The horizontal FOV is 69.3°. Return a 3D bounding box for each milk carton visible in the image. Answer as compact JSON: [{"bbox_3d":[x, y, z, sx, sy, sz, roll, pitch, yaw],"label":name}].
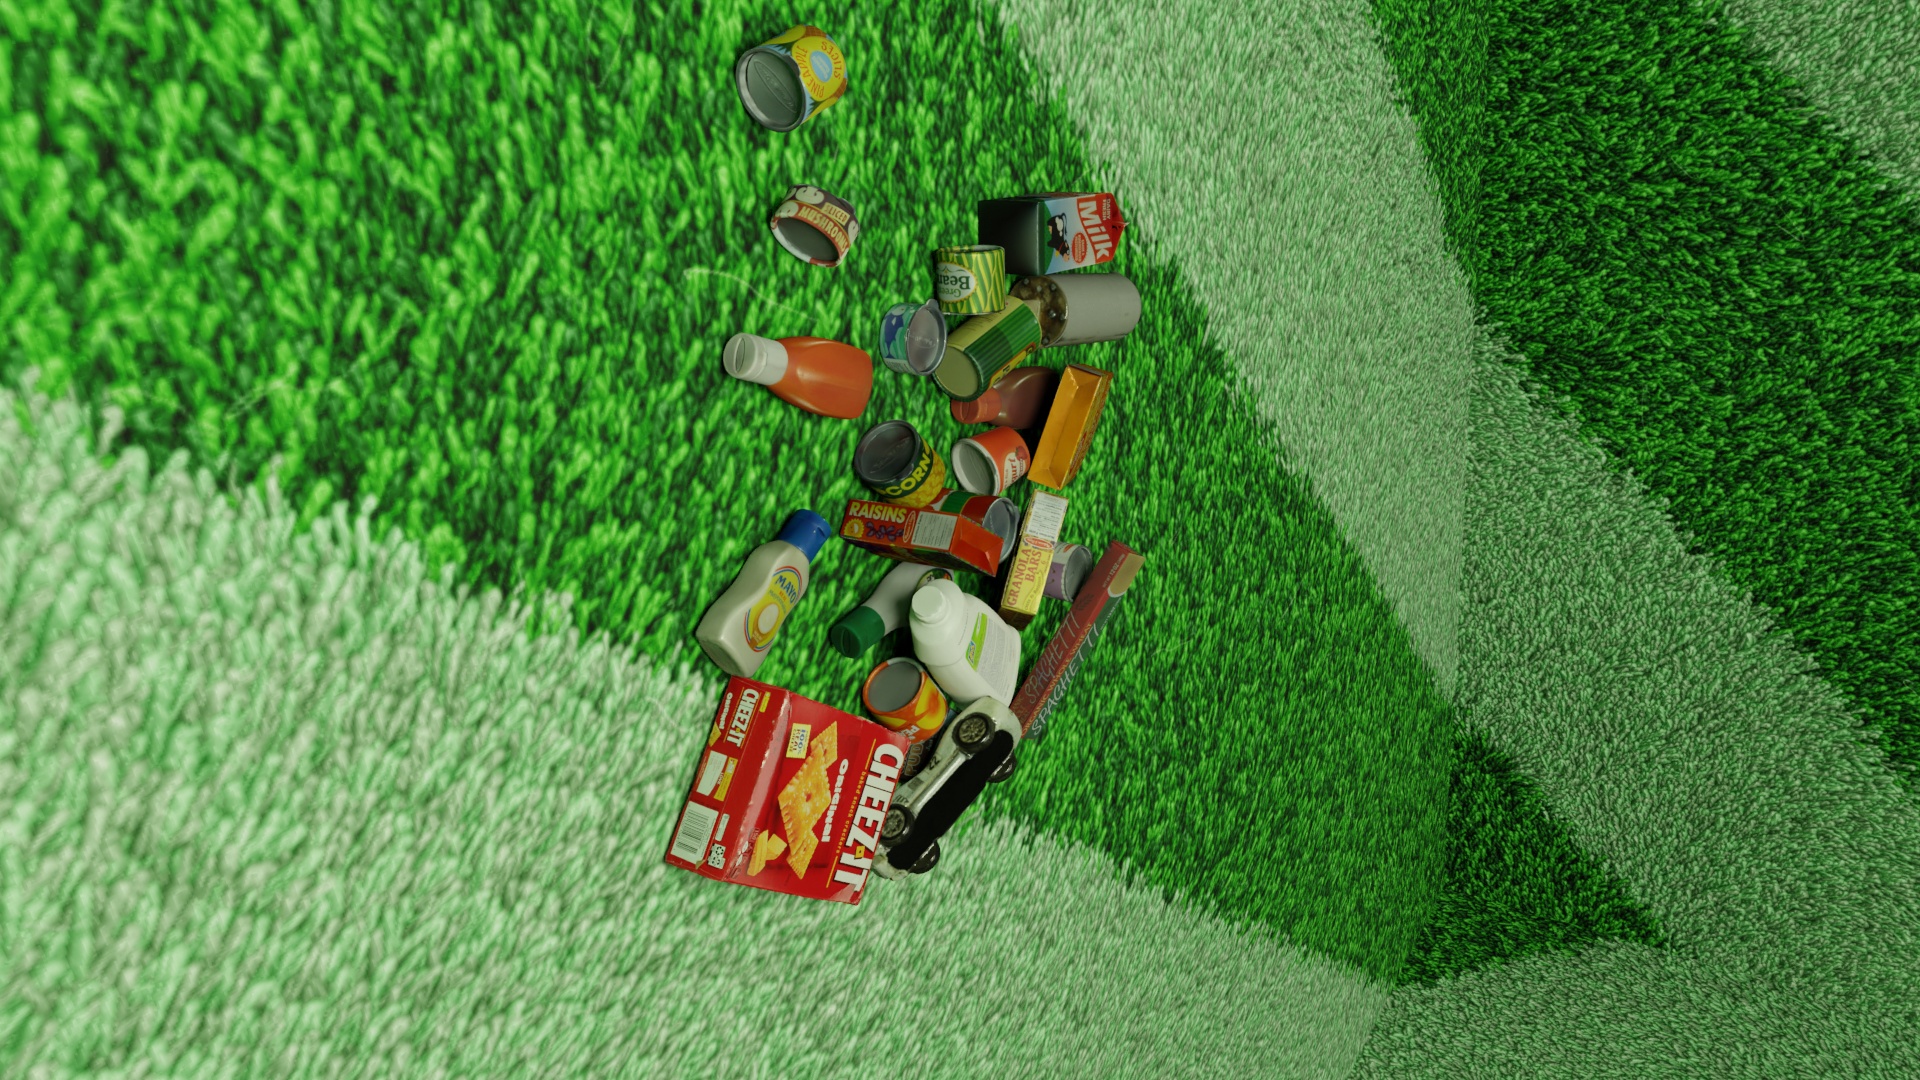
[{"bbox_3d":[0.100,-0.319,1.428,0.191,0.072,0.073,-25,119,-52],"label":"milk carton"}]

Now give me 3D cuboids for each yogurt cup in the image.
[{"bbox_3d":[0.032,-0.080,1.386,0.054,0.072,0.072,-30,125,-32],"label":"yogurt cup"}]

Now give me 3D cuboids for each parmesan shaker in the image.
[{"bbox_3d":[0.022,-0.186,1.353,0.103,0.071,0.071,-44,133,-38],"label":"parmesan shaker"}]

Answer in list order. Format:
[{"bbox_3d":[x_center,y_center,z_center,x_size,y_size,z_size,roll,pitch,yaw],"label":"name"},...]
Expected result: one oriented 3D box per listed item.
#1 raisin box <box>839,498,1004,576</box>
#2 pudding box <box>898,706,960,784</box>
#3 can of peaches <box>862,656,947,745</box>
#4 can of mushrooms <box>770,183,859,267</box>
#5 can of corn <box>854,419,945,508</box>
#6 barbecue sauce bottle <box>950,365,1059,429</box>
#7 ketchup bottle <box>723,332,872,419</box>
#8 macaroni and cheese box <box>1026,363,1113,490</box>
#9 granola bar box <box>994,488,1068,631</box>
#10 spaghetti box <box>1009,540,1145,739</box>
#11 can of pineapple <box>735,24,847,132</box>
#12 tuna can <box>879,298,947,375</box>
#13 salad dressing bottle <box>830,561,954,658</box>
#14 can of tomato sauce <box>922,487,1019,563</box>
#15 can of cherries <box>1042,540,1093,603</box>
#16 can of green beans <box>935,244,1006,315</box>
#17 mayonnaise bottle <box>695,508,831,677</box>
[{"bbox_3d":[-0.035,-0.002,1.262,0.086,0.123,0.040,27,75,-57],"label":"raisin box"},{"bbox_3d":[-0.037,0.204,1.387,0.030,0.049,0.084,43,64,-47],"label":"pudding box"},{"bbox_3d":[-0.054,0.155,1.331,0.071,0.071,0.058,-61,143,-26],"label":"can of peaches"},{"bbox_3d":[-0.116,-0.253,1.115,0.033,0.071,0.071,-63,144,-21],"label":"can of mushrooms"},{"bbox_3d":[-0.053,-0.066,1.266,0.058,0.071,0.071,47,60,-53],"label":"can of corn"},{"bbox_3d":[0.047,-0.144,1.424,0.149,0.044,0.064,-15,118,-54],"label":"barbecue sauce bottle"},{"bbox_3d":[-0.132,-0.140,1.147,0.149,0.043,0.064,7,92,-57],"label":"ketchup bottle"},{"bbox_3d":[0.118,-0.122,1.464,0.167,0.040,0.123,-35,145,-77],"label":"macaroni and cheese box"},{"bbox_3d":[0.070,0.023,1.437,0.165,0.039,0.124,101,5,-80],"label":"granola bar box"},{"bbox_3d":[0.125,0.114,1.551,0.050,0.029,0.249,15,108,-58],"label":"spaghetti box"},{"bbox_3d":[-0.128,-0.356,1.068,0.058,0.071,0.070,-48,136,-40],"label":"can of pineapple"},{"bbox_3d":[-0.043,-0.189,1.281,0.071,0.033,0.071,-23,118,-53],"label":"tuna can"},{"bbox_3d":[-0.064,0.061,1.309,0.148,0.044,0.064,-37,141,-46],"label":"salad dressing bottle"},{"bbox_3d":[0.005,-0.017,1.357,0.071,0.083,0.071,-23,118,-53],"label":"can of tomato sauce"},{"bbox_3d":[0.108,0.036,1.556,0.072,0.058,0.071,-23,118,-54],"label":"can of cherries"},{"bbox_3d":[0.010,-0.247,1.315,0.071,0.071,0.057,-27,120,-51],"label":"can of green beans"},{"bbox_3d":[-0.160,0.039,1.158,0.149,0.041,0.064,-59,140,-28],"label":"mayonnaise bottle"}]
